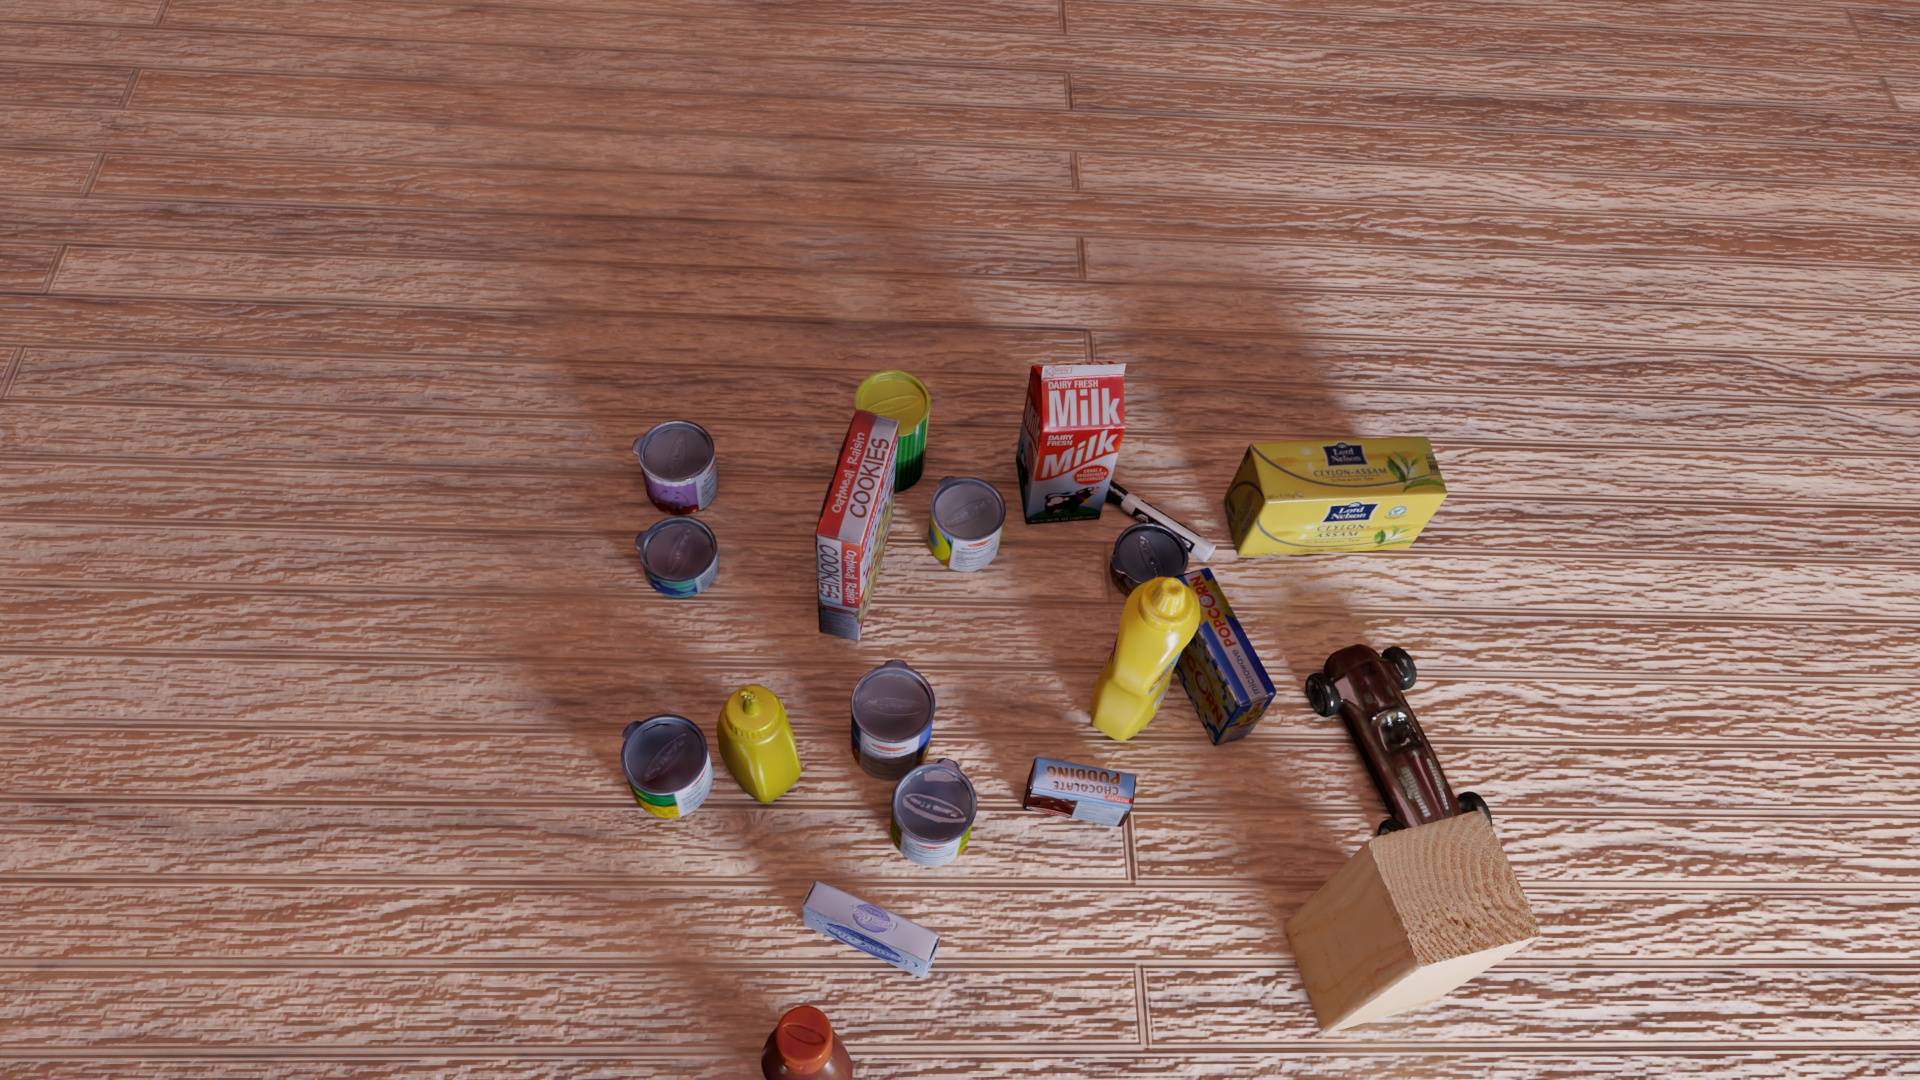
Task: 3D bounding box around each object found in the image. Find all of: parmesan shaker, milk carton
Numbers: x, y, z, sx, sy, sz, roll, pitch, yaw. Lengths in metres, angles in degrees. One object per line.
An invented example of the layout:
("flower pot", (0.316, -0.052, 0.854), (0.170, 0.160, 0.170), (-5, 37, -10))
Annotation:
("parmesan shaker", (-0.062, -0.094, 1.246), (0.071, 0.102, 0.071), (2, 59, -4))
("milk carton", (0.095, -0.095, 1.209), (0.072, 0.189, 0.074), (-3, 60, -7))

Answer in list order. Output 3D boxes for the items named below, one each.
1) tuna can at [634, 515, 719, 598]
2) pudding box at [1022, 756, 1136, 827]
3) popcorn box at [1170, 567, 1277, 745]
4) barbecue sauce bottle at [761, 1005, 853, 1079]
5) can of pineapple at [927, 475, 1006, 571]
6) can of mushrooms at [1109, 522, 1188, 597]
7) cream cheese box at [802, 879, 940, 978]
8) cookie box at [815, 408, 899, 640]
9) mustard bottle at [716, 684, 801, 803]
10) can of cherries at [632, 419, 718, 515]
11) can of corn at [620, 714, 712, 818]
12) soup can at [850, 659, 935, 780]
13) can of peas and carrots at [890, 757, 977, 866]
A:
("tuna can", (-0.246, 0.014, 1.206), (0.071, 0.032, 0.071), (2, 59, -4))
("pudding box", (0.095, 0.202, 1.114), (0.084, 0.049, 0.030), (10, 59, 1))
("popcorn box", (0.211, 0.098, 1.166), (0.038, 0.084, 0.127), (-17, 62, -14))
("barbecue sauce bottle", (-0.105, 0.353, 0.949), (0.065, 0.147, 0.044), (19, 60, 6))
("can of pineapple", (0.004, -0.015, 1.231), (0.071, 0.057, 0.071), (2, 59, -4))
("can of mushrooms", (0.165, 0.020, 1.238), (0.071, 0.033, 0.071), (2, 59, -4))
("cream cheese box", (-0.067, 0.292, 1.043), (0.104, 0.053, 0.024), (22, 60, 8))
("cookie box", (-0.087, -0.010, 1.156), (0.040, 0.166, 0.123), (13, 59, 3))
("mustard bottle", (-0.155, 0.148, 1.060), (0.049, 0.159, 0.065), (-38, 69, -23))
("can of cherries", (-0.253, -0.065, 1.238), (0.071, 0.058, 0.072), (2, 59, -4))
("can of corn", (-0.232, 0.177, 1.095), (0.071, 0.058, 0.071), (2, 59, -4))
("soup can", (-0.055, 0.145, 1.115), (0.071, 0.083, 0.071), (2, 59, -4))
("can of peas and carrots", (-0.021, 0.214, 1.092), (0.071, 0.058, 0.071), (2, 59, -4))
